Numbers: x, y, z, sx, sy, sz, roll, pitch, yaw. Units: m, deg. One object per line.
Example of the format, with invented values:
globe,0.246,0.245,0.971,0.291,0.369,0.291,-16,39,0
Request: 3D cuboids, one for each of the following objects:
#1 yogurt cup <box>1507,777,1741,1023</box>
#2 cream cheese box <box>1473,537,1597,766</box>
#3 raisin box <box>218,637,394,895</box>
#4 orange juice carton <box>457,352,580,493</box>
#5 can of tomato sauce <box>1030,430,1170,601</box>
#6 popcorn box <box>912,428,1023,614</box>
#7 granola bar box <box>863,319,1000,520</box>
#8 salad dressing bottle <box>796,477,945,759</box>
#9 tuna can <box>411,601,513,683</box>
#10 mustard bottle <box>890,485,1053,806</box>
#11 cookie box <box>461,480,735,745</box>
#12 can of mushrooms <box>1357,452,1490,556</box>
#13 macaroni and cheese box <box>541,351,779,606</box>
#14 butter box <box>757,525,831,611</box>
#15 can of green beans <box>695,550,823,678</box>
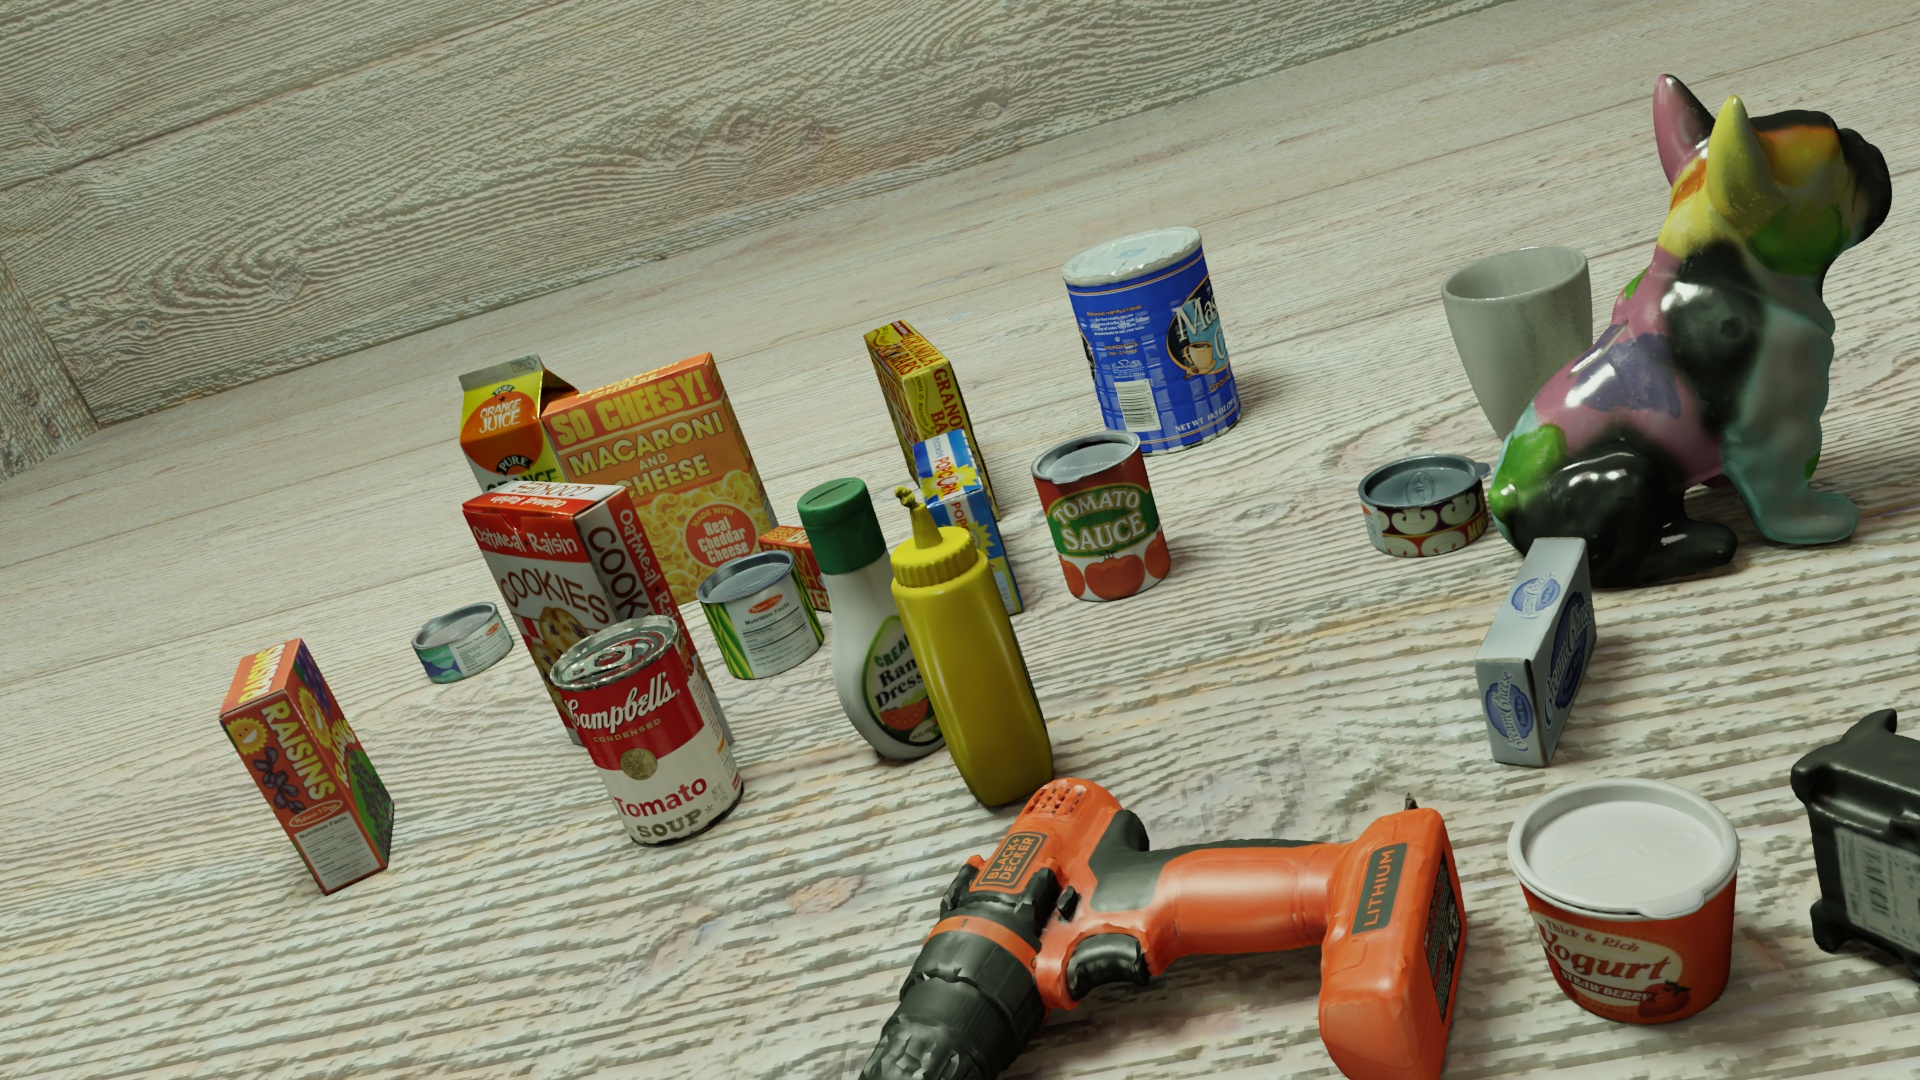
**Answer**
yogurt cup,0.218,0.118,0.454,0.072,0.053,0.073,-16,22,7
cream cheese box,0.250,0.046,0.599,0.024,0.053,0.104,-1,28,37
raisin box,-0.373,0.128,0.798,0.040,0.123,0.086,-23,22,-11
orange juice carton,-0.320,-0.049,1.078,0.072,0.192,0.073,-12,23,15
can of tomato sauce,0.085,-0.014,0.829,0.071,0.082,0.071,-16,22,7
popcorn box,0.003,-0.011,0.882,0.038,0.085,0.127,-18,22,1
granola bar box,-0.023,-0.088,1.031,0.039,0.123,0.166,-21,22,-6
salad dressing bottle,-0.044,0.041,0.715,0.064,0.147,0.044,-29,24,-24
tuna can,-0.373,0.076,1.039,0.071,0.032,0.071,-16,22,7
mustard bottle,0.001,0.046,0.651,0.049,0.159,0.065,-21,22,-6
cookie box,-0.210,0.048,0.800,0.123,0.166,0.040,4,31,43
can of mushrooms,0.260,-0.020,0.774,0.071,0.033,0.071,-16,22,7
macaroni and cheese box,-0.210,-0.039,1.004,0.124,0.165,0.040,-18,22,1
butter box,-0.090,0.020,0.924,0.103,0.053,0.024,6,33,46
can of green beans,-0.127,0.047,0.883,0.071,0.057,0.071,-16,22,7
